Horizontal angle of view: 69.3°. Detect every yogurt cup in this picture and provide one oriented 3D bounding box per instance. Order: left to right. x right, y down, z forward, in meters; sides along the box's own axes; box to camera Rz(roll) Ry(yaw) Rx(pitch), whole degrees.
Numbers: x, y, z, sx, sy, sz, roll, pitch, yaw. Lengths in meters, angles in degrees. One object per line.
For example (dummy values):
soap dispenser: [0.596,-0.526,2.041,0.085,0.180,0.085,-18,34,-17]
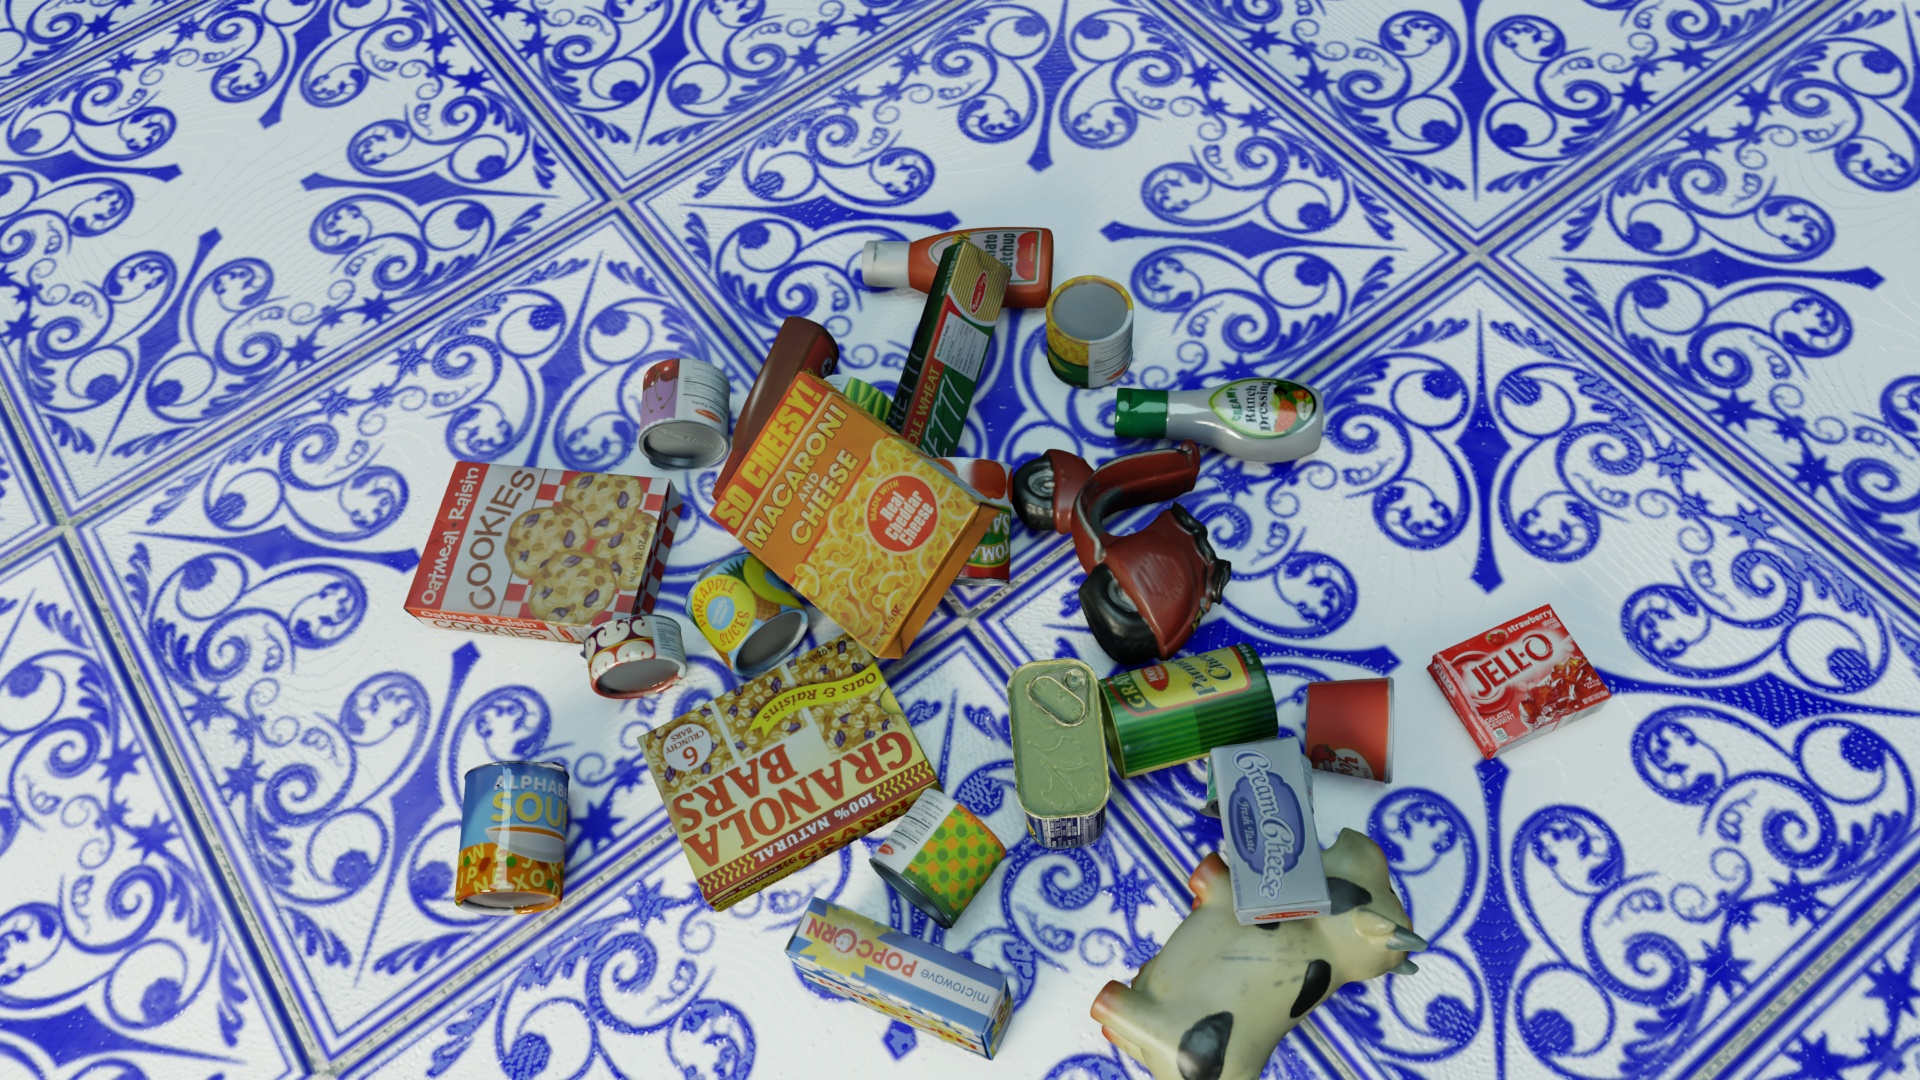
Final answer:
yogurt cup: [0.248,0.119,0.886,0.054,0.072,0.073,2,62,15]

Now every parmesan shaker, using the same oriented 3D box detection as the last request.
parmesan shaker: [0.145,0.108,0.900,0.103,0.071,0.071,-14,62,-3]

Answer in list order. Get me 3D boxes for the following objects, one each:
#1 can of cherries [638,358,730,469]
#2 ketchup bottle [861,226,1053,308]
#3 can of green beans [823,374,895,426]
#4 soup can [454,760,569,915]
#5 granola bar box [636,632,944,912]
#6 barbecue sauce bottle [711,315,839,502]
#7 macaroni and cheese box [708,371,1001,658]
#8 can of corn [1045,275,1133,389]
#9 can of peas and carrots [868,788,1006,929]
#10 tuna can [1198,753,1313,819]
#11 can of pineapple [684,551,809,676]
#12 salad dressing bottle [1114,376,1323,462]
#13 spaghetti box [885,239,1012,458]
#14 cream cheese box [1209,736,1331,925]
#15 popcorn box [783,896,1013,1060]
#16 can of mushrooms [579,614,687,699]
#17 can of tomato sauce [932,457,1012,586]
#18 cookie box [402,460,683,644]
can of cherries: [-0.208,-0.094,1.039,0.071,0.071,0.058,-6,62,2]
ketchup bottle: [-0.002,-0.217,1.097,0.149,0.043,0.065,3,69,7]
can of green beans: [-0.085,-0.080,1.019,0.071,0.071,0.058,19,65,14]
soup can: [-0.285,0.191,0.892,0.071,0.071,0.084,-7,62,2]
granola bar box: [-0.113,0.149,0.915,0.166,0.039,0.124,-27,63,-9]
barbecue sauce bottle: [-0.139,-0.090,1.033,0.044,0.064,0.149,17,70,16]
macaroni and cheese box: [-0.074,-0.018,0.936,0.167,0.040,0.123,37,99,23]
can of corn: [0.096,-0.159,1.049,0.071,0.058,0.071,-2,62,4]
can of peas and carrots: [-0.012,0.199,0.866,0.071,0.070,0.059,33,69,20]
tuna can: [0.185,0.154,0.871,0.071,0.070,0.033,3,62,7]
can of pineapple: [-0.147,0.051,0.954,0.071,0.070,0.058,-37,65,-14]
salad dressing bottle: [0.187,-0.090,1.012,0.148,0.043,0.064,3,62,7]
spaghetti box: [-0.021,-0.099,1.010,0.028,0.050,0.251,-6,62,53]
cream cheese box: [0.179,0.167,0.806,0.053,0.024,0.104,-9,55,8]
popcorn box: [-0.034,0.260,0.823,0.127,0.085,0.038,18,65,15]
can of mushrooms: [-0.223,0.081,0.947,0.071,0.070,0.033,-16,63,-3]
can of tomato sauce: [0.003,-0.012,0.959,0.071,0.071,0.083,2,84,6]
cookie box: [-0.300,0.009,1.006,0.167,0.040,0.123,5,63,8]
